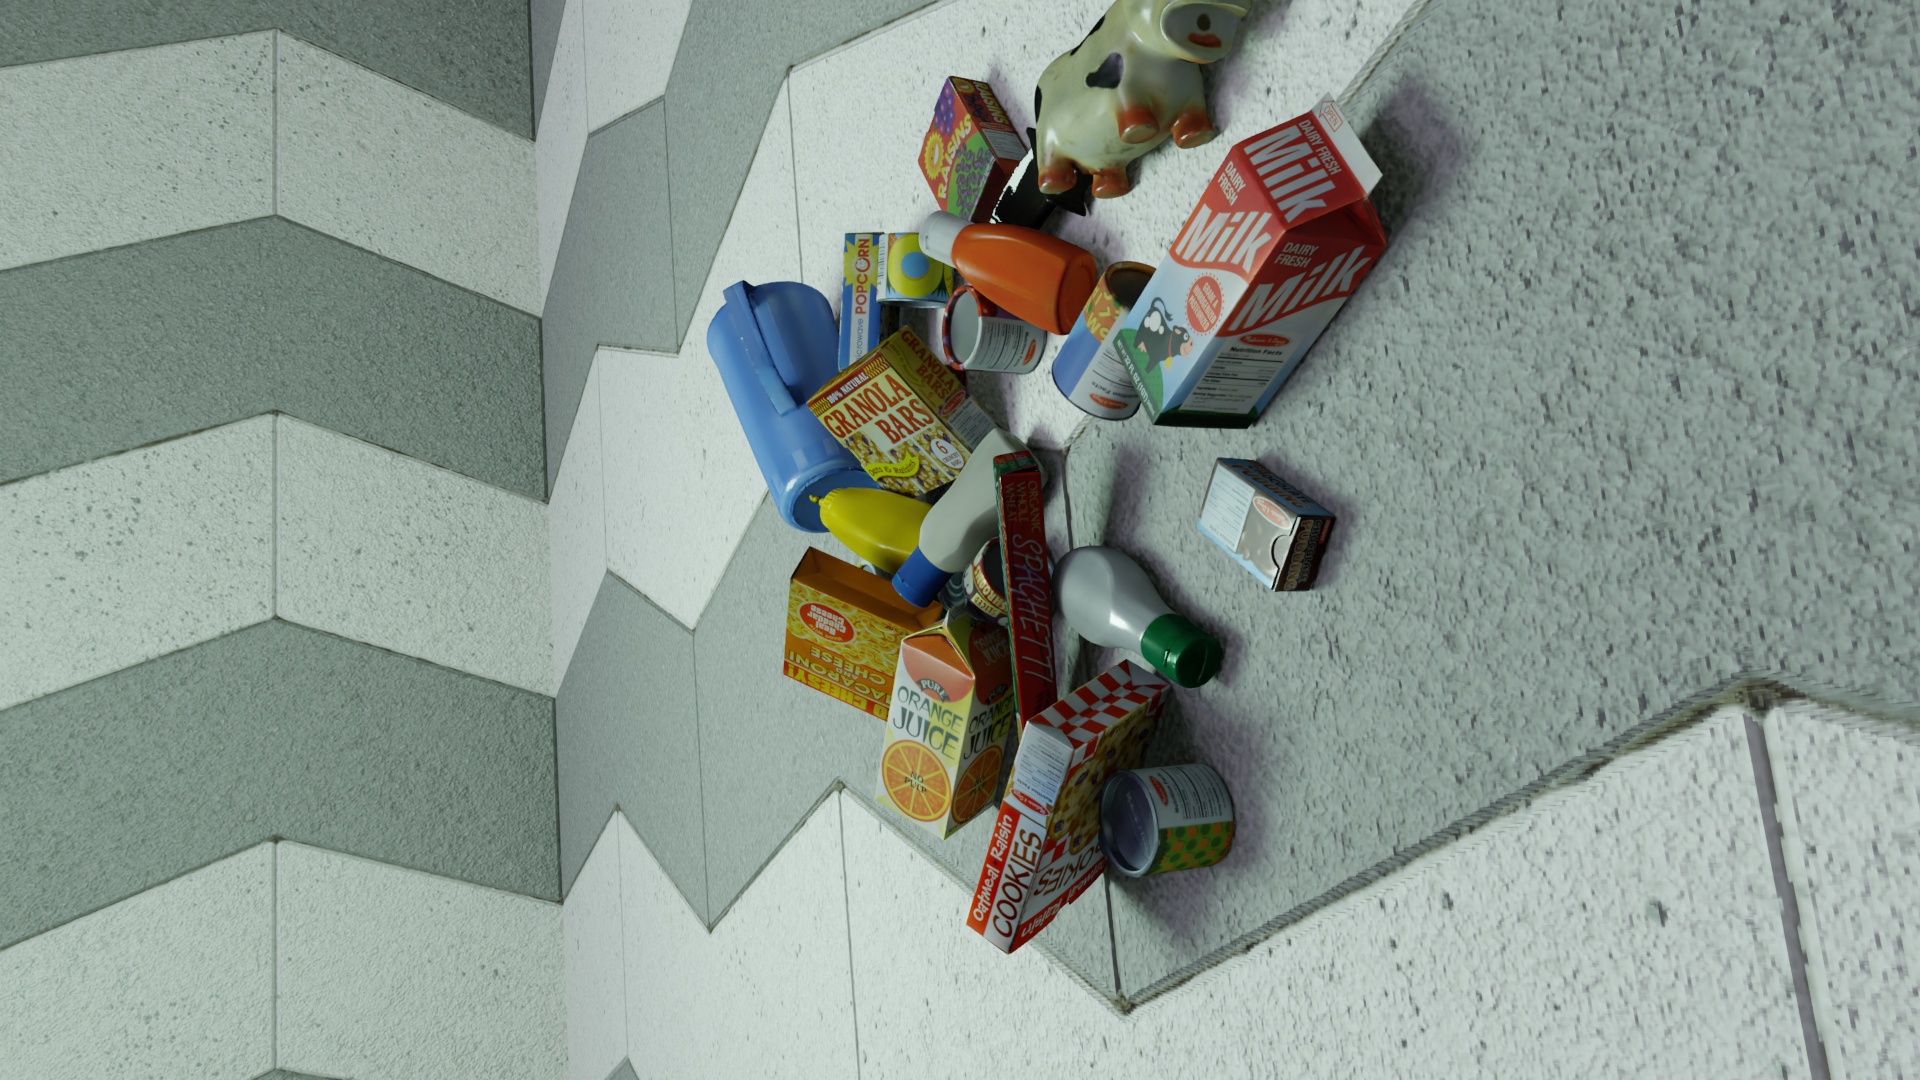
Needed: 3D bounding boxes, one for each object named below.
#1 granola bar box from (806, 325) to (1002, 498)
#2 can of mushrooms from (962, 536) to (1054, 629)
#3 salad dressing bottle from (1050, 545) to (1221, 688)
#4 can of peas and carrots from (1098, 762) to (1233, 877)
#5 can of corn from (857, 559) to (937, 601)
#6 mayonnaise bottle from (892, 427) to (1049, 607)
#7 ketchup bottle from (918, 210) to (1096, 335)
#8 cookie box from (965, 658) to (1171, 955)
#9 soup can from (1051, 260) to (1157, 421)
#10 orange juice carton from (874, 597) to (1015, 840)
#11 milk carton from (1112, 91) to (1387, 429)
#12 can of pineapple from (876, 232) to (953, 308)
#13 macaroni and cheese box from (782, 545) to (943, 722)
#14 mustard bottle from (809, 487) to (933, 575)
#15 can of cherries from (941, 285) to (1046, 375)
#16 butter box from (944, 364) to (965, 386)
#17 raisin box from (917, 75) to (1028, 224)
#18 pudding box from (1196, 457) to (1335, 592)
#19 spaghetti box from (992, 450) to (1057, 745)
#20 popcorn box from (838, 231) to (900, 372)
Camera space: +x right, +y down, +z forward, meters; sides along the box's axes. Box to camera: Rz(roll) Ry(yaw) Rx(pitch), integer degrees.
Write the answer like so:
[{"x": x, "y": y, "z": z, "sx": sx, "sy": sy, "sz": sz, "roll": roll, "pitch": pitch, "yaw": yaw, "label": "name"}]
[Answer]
[{"x": -0.049, "y": -0.100, "z": 1.160, "sx": 0.124, "sy": 0.039, "sz": 0.165, "roll": 47, "pitch": 154, "yaw": -11, "label": "granola bar box"}, {"x": 0.036, "y": 0.032, "z": 1.037, "sx": 0.033, "sy": 0.071, "sz": 0.071, "roll": -53, "pitch": 44, "yaw": 47, "label": "can of mushrooms"}, {"x": 0.114, "y": 0.050, "z": 0.915, "sx": 0.148, "sy": 0.044, "sz": 0.064, "roll": 39, "pitch": 123, "yaw": 56, "label": "salad dressing bottle"}, {"x": 0.127, "y": 0.175, "z": 0.870, "sx": 0.071, "sy": 0.059, "sz": 0.071, "roll": 2, "pitch": 92, "yaw": 64, "label": "can of peas and carrots"}, {"x": -0.059, "y": 0.051, "z": 1.237, "sx": 0.071, "sy": 0.058, "sz": 0.071, "roll": 1, "pitch": 91, "yaw": 63, "label": "can of corn"}, {"x": 0.004, "y": -0.013, "z": 1.075, "sx": 0.147, "sy": 0.041, "sz": 0.065, "roll": -51, "pitch": 43, "yaw": 16, "label": "mayonnaise bottle"}, {"x": 0.032, "y": -0.204, "z": 1.021, "sx": 0.149, "sy": 0.044, "sz": 0.064, "roll": 32, "pitch": 135, "yaw": 35, "label": "ketchup bottle"}, {"x": 0.071, "y": 0.174, "z": 0.909, "sx": 0.040, "sy": 0.123, "sz": 0.166, "roll": 29, "pitch": 120, "yaw": 27, "label": "cookie box"}, {"x": 0.105, "y": -0.132, "z": 0.908, "sx": 0.083, "sy": 0.071, "sz": 0.071, "roll": -61, "pitch": 39, "yaw": 43, "label": "soup can"}, {"x": -0.005, "y": 0.127, "z": 1.083, "sx": 0.073, "sy": 0.072, "sz": 0.191, "roll": 25, "pitch": 118, "yaw": 28, "label": "orange juice carton"}, {"x": 0.167, "y": -0.152, "z": 0.777, "sx": 0.189, "sy": 0.073, "sz": 0.072, "roll": -59, "pitch": 40, "yaw": 45, "label": "milk carton"}, {"x": -0.036, "y": -0.231, "z": 1.190, "sx": 0.071, "sy": 0.071, "sz": 0.058, "roll": 10, "pitch": 99, "yaw": 63, "label": "can of pineapple"}, {"x": -0.086, "y": 0.086, "z": 1.190, "sx": 0.165, "sy": 0.124, "sz": 0.040, "roll": 105, "pitch": -169, "yaw": -56, "label": "macaroni and cheese box"}, {"x": -0.076, "y": -0.015, "z": 1.217, "sx": 0.160, "sy": 0.065, "sz": 0.048, "roll": 23, "pitch": 147, "yaw": 40, "label": "mustard bottle"}, {"x": 0.024, "y": -0.164, "z": 1.075, "sx": 0.071, "sy": 0.058, "sz": 0.071, "roll": 1, "pitch": 91, "yaw": 63, "label": "can of cherries"}, {"x": -0.029, "y": -0.129, "z": 1.218, "sx": 0.103, "sy": 0.024, "sz": 0.053, "roll": 16, "pitch": 103, "yaw": 62, "label": "butter box"}, {"x": 0.010, "y": -0.306, "z": 1.126, "sx": 0.085, "sy": 0.040, "sz": 0.124, "roll": -65, "pitch": 35, "yaw": 41, "label": "raisin box"}, {"x": 0.175, "y": -0.010, "z": 0.808, "sx": 0.084, "sy": 0.030, "sz": 0.049, "roll": 47, "pitch": 130, "yaw": 53, "label": "pudding box"}, {"x": 0.049, "y": 0.061, "z": 0.984, "sx": 0.050, "sy": 0.029, "sz": 0.249, "roll": -105, "pitch": 9, "yaw": -72, "label": "spaghetti box"}, {"x": -0.080, "y": -0.205, "z": 1.252, "sx": 0.085, "sy": 0.038, "sz": 0.126, "roll": 25, "pitch": -112, "yaw": -80, "label": "popcorn box"}]
